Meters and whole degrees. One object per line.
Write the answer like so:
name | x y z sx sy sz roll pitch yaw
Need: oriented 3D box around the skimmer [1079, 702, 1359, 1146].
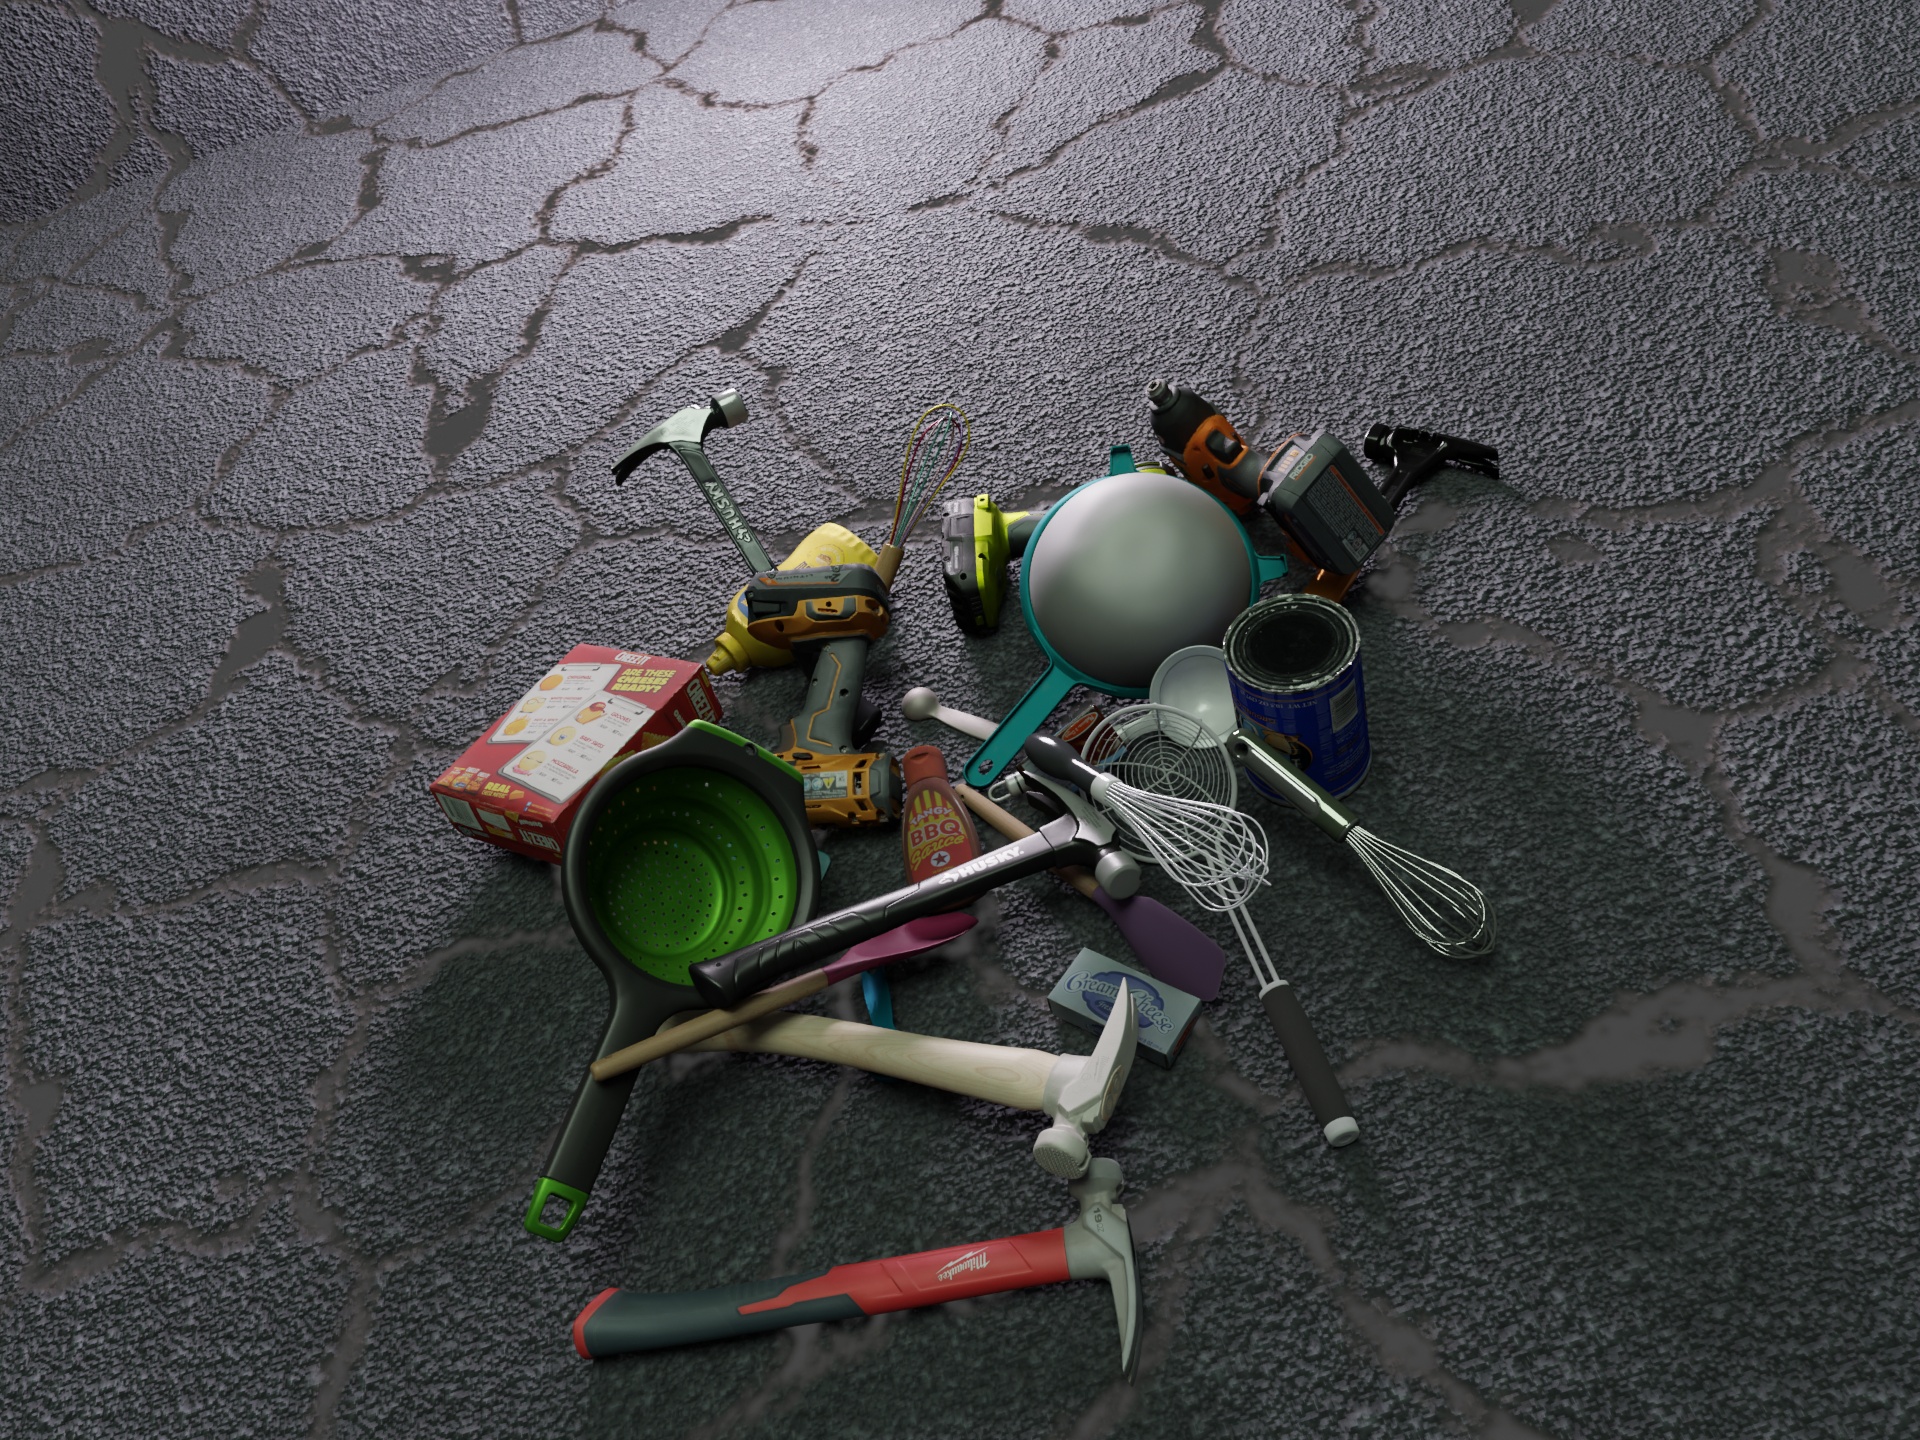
skimmer | 0.189 0.142 1.162 0.127 0.090 0.364 -43 43 24

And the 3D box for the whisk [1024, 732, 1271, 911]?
whisk | 0.128 0.064 1.179 0.070 0.070 0.285 -37 34 -15

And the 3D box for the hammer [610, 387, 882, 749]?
hammer | -0.189 -0.138 1.494 0.149 0.036 0.409 -28 66 -11

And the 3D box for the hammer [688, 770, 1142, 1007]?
hammer | -0.042 0.135 1.199 0.334 0.035 0.146 -20 36 -13

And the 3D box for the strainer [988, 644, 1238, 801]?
strainer | 0.140 0.009 1.335 0.258 0.050 0.087 -25 89 3

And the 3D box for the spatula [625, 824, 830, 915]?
spatula | -0.264 0.112 1.393 0.318 0.044 0.082 9 53 32

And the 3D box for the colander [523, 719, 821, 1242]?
colander | -0.244 0.196 1.205 0.094 0.204 0.397 -30 35 56

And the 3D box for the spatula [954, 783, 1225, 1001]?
spatula | 0.092 0.125 1.245 0.018 0.059 0.316 -10 30 -36

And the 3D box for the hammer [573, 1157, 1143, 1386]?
hammer | -0.073 0.395 1.058 0.386 0.038 0.143 -13 48 8

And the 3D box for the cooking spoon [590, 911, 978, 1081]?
cooking spoon | -0.125 0.202 1.189 0.319 0.017 0.069 -19 15 -28

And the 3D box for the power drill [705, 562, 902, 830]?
power drill | -0.145 -0.013 1.380 0.185 0.084 0.226 -5 75 11

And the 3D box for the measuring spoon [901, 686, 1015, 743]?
measuring spoon | -0.002 -0.005 1.410 0.124 0.018 0.034 21 58 32

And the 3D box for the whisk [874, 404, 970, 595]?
whisk | -0.050 -0.182 1.501 0.051 0.047 0.245 26 94 64

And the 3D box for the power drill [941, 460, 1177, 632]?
power drill | 0.098 -0.156 1.475 0.223 0.080 0.171 -8 48 8

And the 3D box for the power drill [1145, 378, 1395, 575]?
power drill | 0.256 -0.223 1.392 0.084 0.164 0.227 -50 36 0

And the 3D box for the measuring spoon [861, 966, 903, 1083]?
measuring spoon | -0.057 0.231 1.221 0.042 0.021 0.129 -22 37 2

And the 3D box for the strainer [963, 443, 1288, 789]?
strainer | 0.113 -0.083 1.349 0.211 0.095 0.340 38 80 13

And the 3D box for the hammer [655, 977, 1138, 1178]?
hammer | -0.071 0.234 1.176 0.411 0.038 0.146 3 44 29

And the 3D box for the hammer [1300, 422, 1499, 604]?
hammer | 0.350 -0.141 1.403 0.127 0.034 0.337 20 58 34

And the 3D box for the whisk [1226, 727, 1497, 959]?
whisk | 0.290 0.086 1.166 0.246 0.057 0.059 42 36 23
